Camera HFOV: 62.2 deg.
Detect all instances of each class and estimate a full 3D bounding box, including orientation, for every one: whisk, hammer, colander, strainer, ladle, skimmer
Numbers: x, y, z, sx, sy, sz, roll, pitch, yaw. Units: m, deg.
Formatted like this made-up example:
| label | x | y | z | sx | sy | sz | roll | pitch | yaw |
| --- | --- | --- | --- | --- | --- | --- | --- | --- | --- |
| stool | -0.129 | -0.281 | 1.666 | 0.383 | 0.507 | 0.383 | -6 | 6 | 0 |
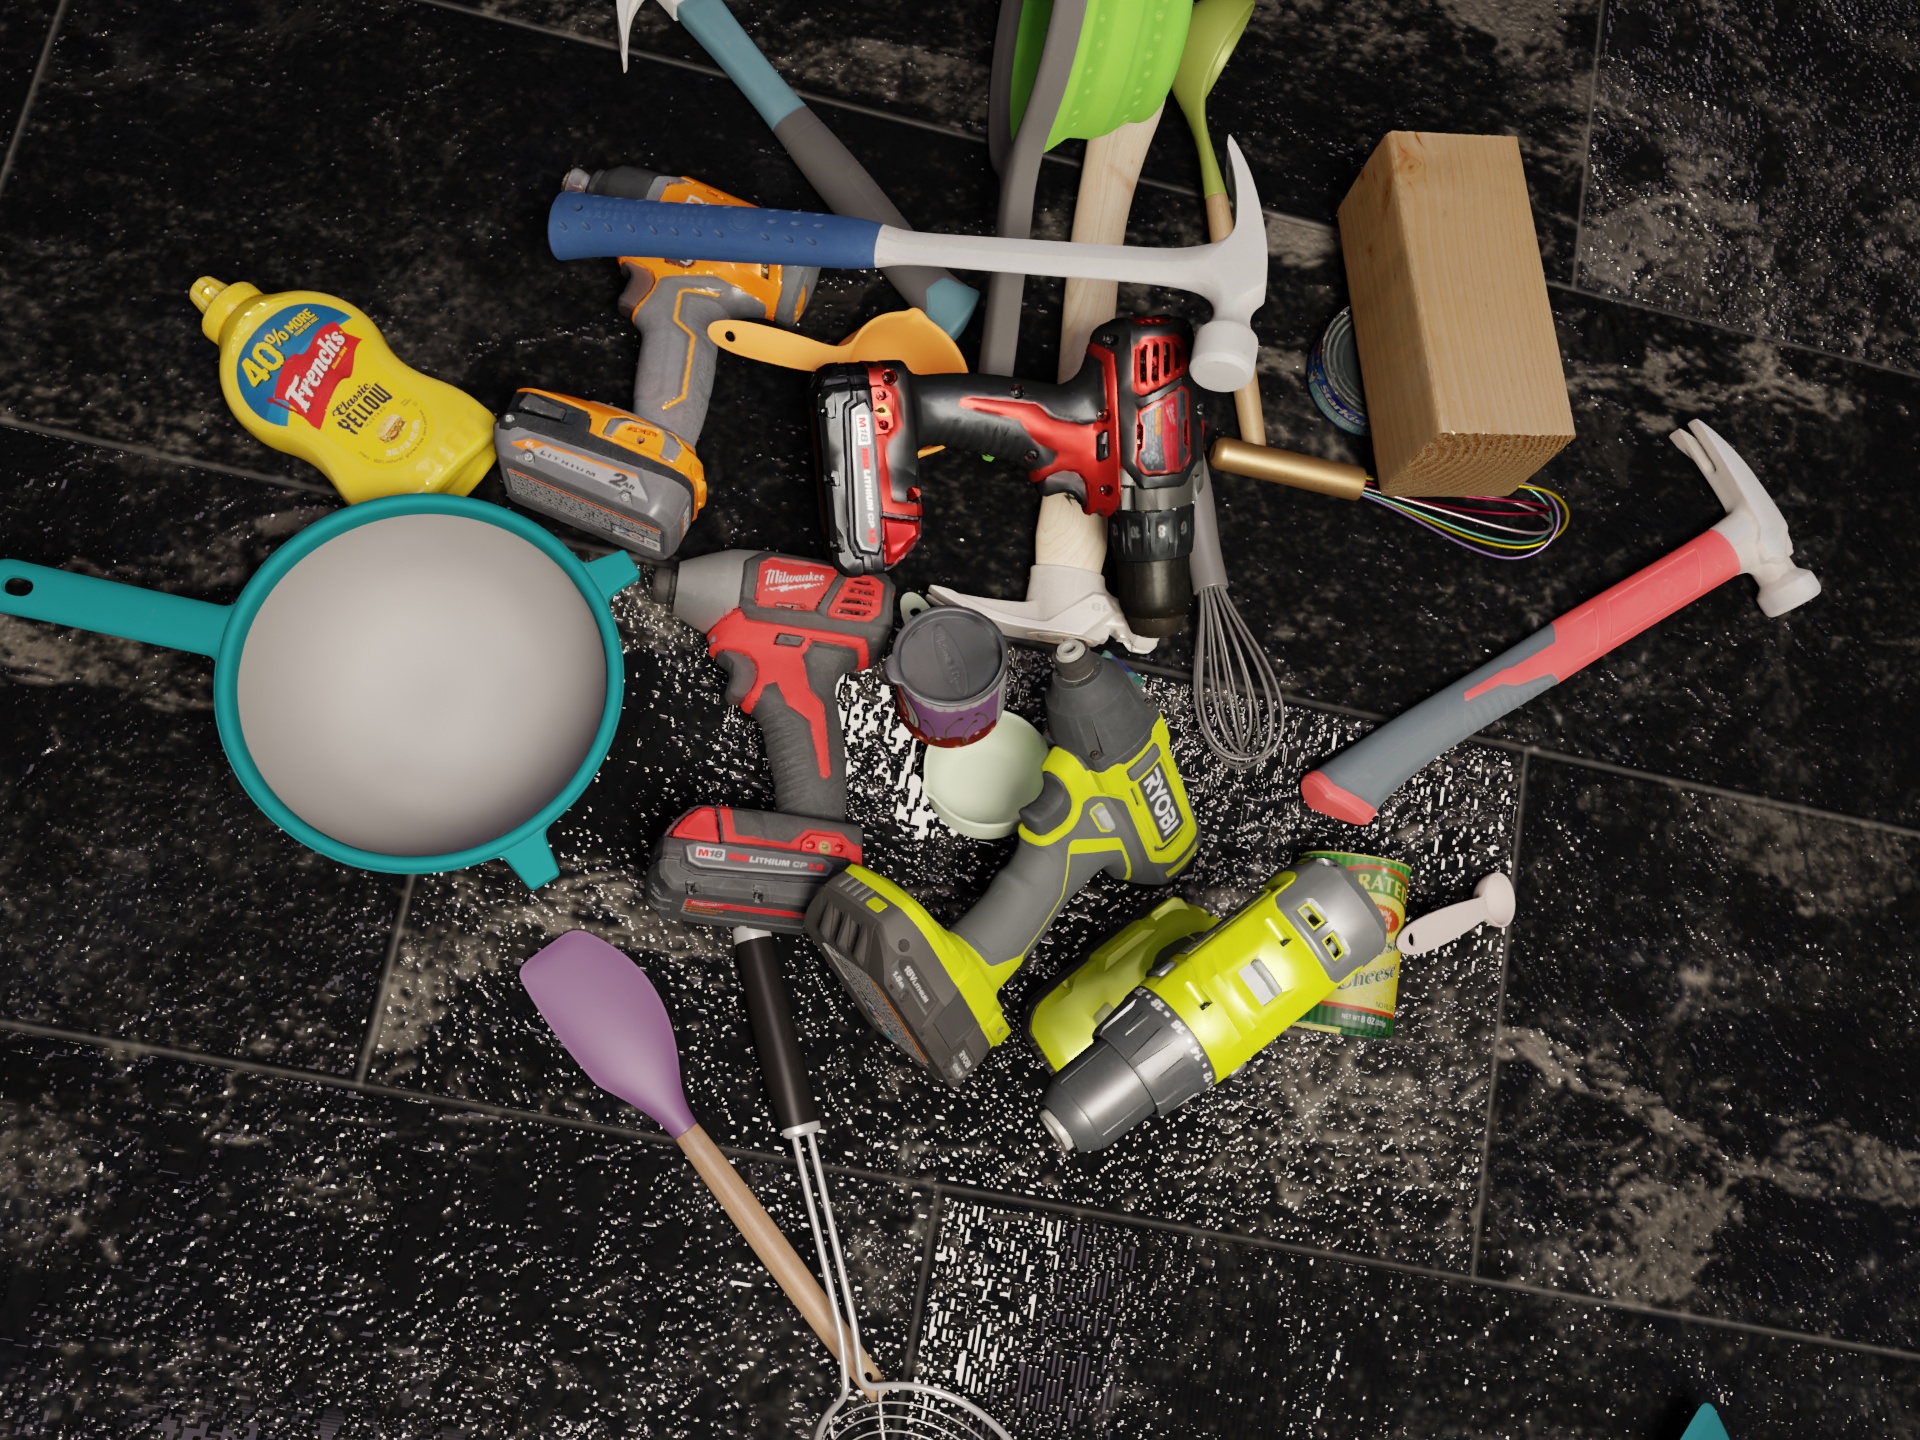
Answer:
| label | x | y | z | sx | sy | sz | roll | pitch | yaw |
| --- | --- | --- | --- | --- | --- | --- | --- | --- | --- |
| whisk | 0.280 | -0.152 | 1.030 | 0.245 | 0.047 | 0.051 | 11 | 77 | -9 |
| whisk | 0.159 | -0.085 | 1.003 | 0.055 | 0.055 | 0.239 | -8 | 77 | -10 |
| hammer | -0.100 | -0.378 | 1.025 | 0.128 | 0.033 | 0.331 | -38 | 87 | -15 |
| hammer | 0.377 | -0.056 | 1.036 | 0.386 | 0.038 | 0.143 | -29 | 83 | -13 |
| hammer | -0.033 | -0.267 | 0.884 | 0.405 | 0.035 | 0.144 | 8 | 70 | 11 |
| colander | 0.075 | -0.352 | 0.976 | 0.094 | 0.204 | 0.397 | 7 | 88 | -11 |
| hammer | 0.073 | -0.251 | 1.027 | 0.146 | 0.038 | 0.411 | 8 | 77 | -6 |
| strainer | -0.356 | -0.027 | 0.886 | 0.340 | 0.095 | 0.211 | 13 | 75 | -4 |
| ladle | 0.185 | -0.321 | 1.050 | 0.062 | 0.078 | 0.320 | -8 | 86 | -1 |
| skimmer | -0.053 | 0.277 | 0.865 | 0.127 | 0.090 | 0.363 | 0 | 68 | -46 |

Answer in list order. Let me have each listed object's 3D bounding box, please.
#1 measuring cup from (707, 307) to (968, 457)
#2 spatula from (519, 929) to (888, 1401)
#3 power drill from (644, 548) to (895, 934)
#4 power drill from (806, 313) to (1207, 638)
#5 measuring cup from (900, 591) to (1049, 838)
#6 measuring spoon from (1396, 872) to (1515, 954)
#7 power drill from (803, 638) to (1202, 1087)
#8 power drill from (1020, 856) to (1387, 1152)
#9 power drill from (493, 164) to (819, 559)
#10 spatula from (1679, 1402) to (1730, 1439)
| label | x | y | z | sx | sy | sz | roll | pitch | yaw |
| --- | --- | --- | --- | --- | --- | --- | --- | --- | --- |
| measuring cup | -0.079 | -0.207 | 0.959 | 0.173 | 0.052 | 0.095 | 9 | 80 | -29 |
| spatula | -0.139 | 0.252 | 0.903 | 0.060 | 0.018 | 0.316 | -35 | 85 | -20 |
| power drill | -0.117 | 0.004 | 0.917 | 0.143 | 0.078 | 0.220 | 9 | 68 | -12 |
| power drill | 0.033 | -0.131 | 0.920 | 0.226 | 0.080 | 0.187 | -7 | 108 | -9 |
| measuring cup | -0.002 | -0.003 | 0.972 | 0.083 | 0.038 | 0.168 | -20 | 66 | -10 |
| measuring spoon | 0.300 | 0.121 | 0.975 | 0.124 | 0.018 | 0.034 | -13 | 91 | -39 |
| power drill | 0.030 | 0.074 | 0.873 | 0.223 | 0.080 | 0.171 | -43 | 132 | -19 |
| power drill | 0.107 | 0.156 | 0.852 | 0.190 | 0.228 | 0.080 | -35 | 86 | -14 |
| power drill | -0.196 | -0.228 | 0.959 | 0.164 | 0.084 | 0.226 | 22 | 72 | -3 |
| spatula | 0.528 | 0.531 | 0.942 | 0.317 | 0.044 | 0.082 | 39 | 72 | -1 |
